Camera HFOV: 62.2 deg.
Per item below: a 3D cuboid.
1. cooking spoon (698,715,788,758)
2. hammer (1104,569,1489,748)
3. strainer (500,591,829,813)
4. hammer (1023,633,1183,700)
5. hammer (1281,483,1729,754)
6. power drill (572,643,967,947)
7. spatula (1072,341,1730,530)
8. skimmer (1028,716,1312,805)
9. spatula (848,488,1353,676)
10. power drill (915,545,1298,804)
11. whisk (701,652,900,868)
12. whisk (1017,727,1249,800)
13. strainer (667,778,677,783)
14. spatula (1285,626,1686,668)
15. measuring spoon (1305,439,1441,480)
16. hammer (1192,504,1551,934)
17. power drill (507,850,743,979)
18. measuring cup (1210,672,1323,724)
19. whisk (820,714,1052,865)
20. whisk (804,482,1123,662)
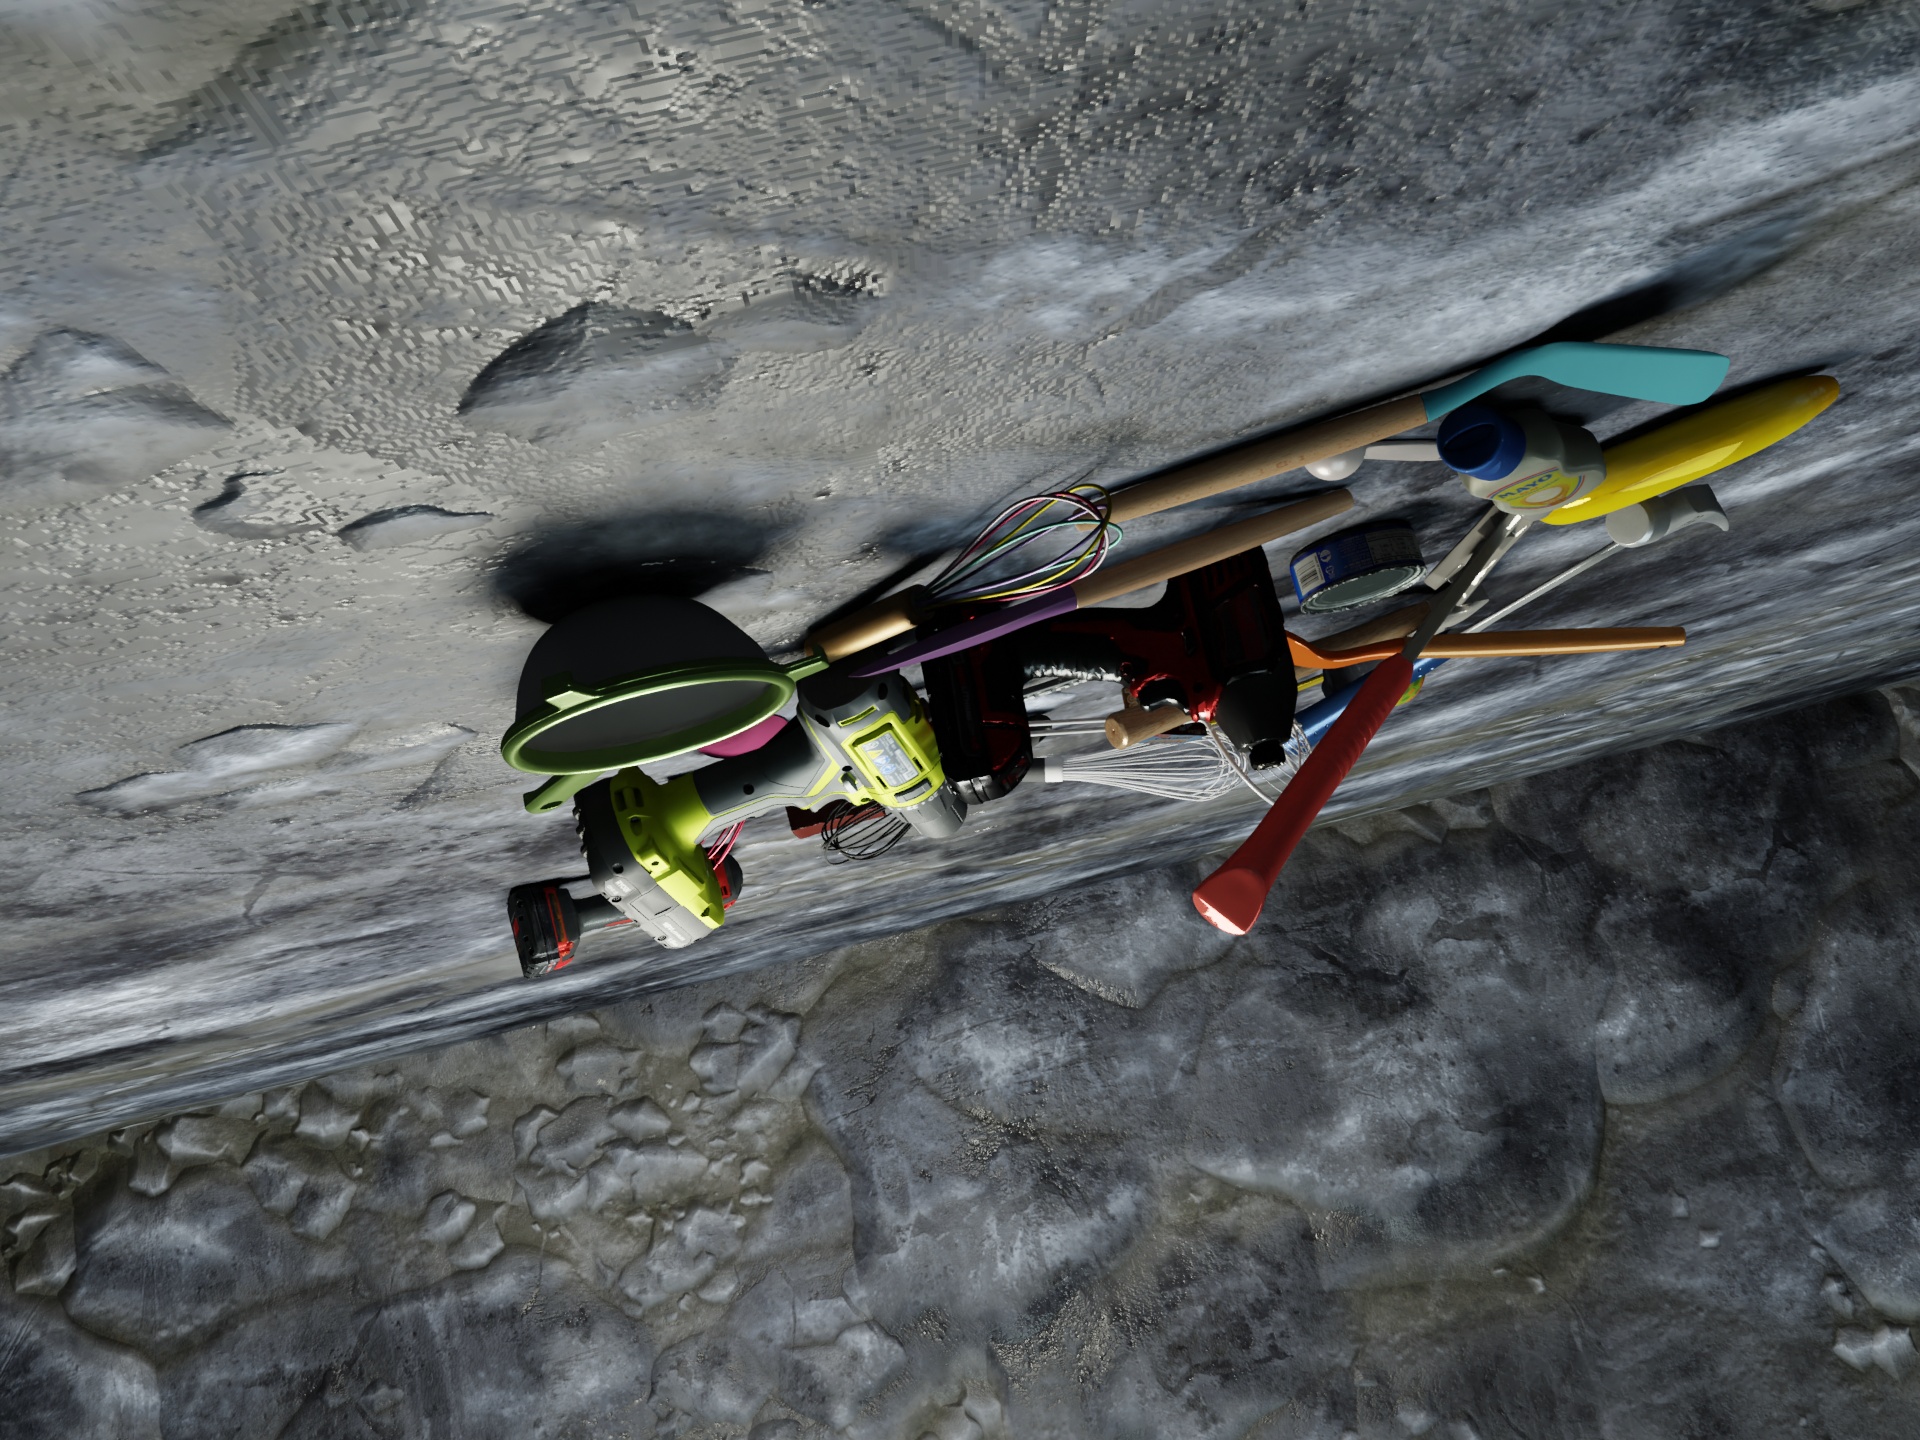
[{"bbox_3d":[-0.155,-0.005,1.045,0.068,0.017,0.318,-14,169,-4],"label":"cooking spoon"},{"bbox_3d":[0.262,-0.046,1.219,0.331,0.031,0.130,-20,167,-17],"label":"hammer"},{"bbox_3d":[-0.192,-0.011,0.854,0.151,0.069,0.256,-9,168,-35],"label":"strainer"},{"bbox_3d":[-0.002,-0.004,1.156,0.409,0.036,0.149,-18,171,8],"label":"hammer"},{"bbox_3d":[0.388,-0.067,1.202,0.144,0.035,0.405,-14,165,-37],"label":"hammer"},{"bbox_3d":[-0.112,0.056,1.029,0.228,0.080,0.190,-26,142,4],"label":"power drill"},{"bbox_3d":[0.210,-0.139,0.799,0.317,0.044,0.082,-16,172,15],"label":"spatula"},{"bbox_3d":[0.107,0.026,1.256,0.363,0.127,0.090,-2,132,-8],"label":"skimmer"},{"bbox_3d":[0.084,-0.077,0.893,0.316,0.018,0.060,-20,-173,-15],"label":"spatula"},{"bbox_3d":[0.093,-0.022,0.969,0.219,0.143,0.078,-13,166,5],"label":"power drill"},{"bbox_3d":[-0.146,0.040,1.094,0.296,0.073,0.073,-38,158,28],"label":"whisk"},{"bbox_3d":[0.116,0.044,1.431,0.284,0.070,0.070,-2,169,4],"label":"whisk"},{"bbox_3d":[-0.119,0.040,1.248,0.258,0.050,0.087,-8,-149,-5],"label":"strainer"},{"bbox_3d":[0.335,-0.061,1.116,0.322,0.041,0.081,-2,165,11],"label":"spatula"},{"bbox_3d":[0.238,-0.143,0.876,0.124,0.018,0.034,-7,166,-35],"label":"measuring spoon"},{"bbox_3d":[0.247,-0.008,0.962,0.359,0.037,0.149,-48,171,-26],"label":"hammer"},{"bbox_3d":[-0.342,0.196,1.632,0.226,0.080,0.188,-13,169,-21],"label":"power drill"},{"bbox_3d":[0.268,-0.031,1.416,0.156,0.029,0.062,-21,167,18],"label":"measuring cup"},{"bbox_3d":[-0.016,0.052,1.299,0.239,0.055,0.055,-29,176,-28],"label":"whisk"},{"bbox_3d":[-0.005,-0.074,0.867,0.051,0.047,0.245,-5,169,-44],"label":"whisk"}]
